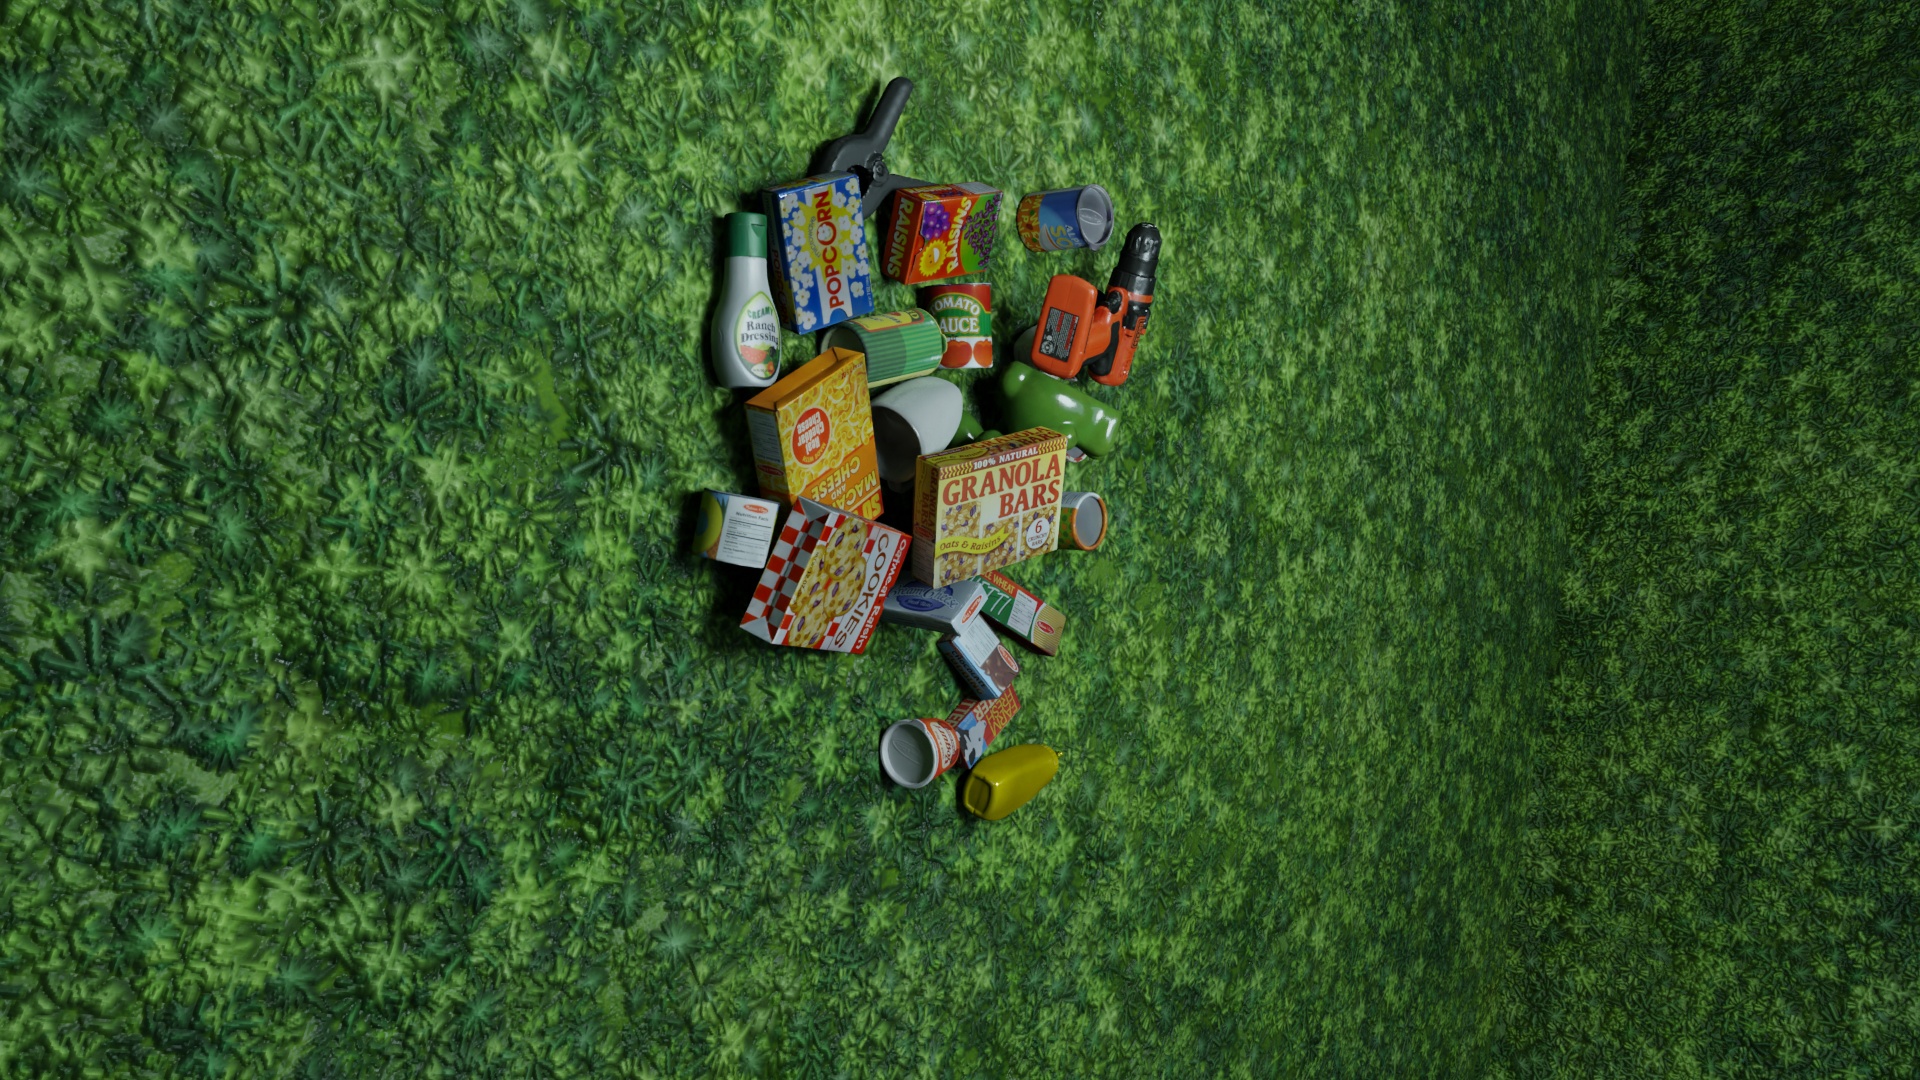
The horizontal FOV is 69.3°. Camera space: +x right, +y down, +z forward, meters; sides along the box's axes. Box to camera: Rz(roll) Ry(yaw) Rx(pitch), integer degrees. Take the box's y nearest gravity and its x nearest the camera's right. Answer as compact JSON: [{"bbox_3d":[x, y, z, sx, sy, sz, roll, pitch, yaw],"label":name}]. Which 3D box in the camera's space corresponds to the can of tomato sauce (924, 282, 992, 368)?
[{"bbox_3d":[-0.002,-0.213,1.386,0.071,0.071,0.083,-10,101,-49],"label":"can of tomato sauce"}]

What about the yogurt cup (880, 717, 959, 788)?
[{"bbox_3d":[-0.038,0.207,1.376,0.054,0.072,0.072,-6,97,-57],"label":"yogurt cup"}]

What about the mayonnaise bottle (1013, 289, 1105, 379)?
[{"bbox_3d":[0.115,-0.230,1.541,0.149,0.041,0.064,-47,133,-36],"label":"mayonnaise bottle"}]

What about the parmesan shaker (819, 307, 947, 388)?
[{"bbox_3d":[-0.072,-0.179,1.303,0.103,0.071,0.071,-21,108,-47],"label":"parmesan shaker"}]

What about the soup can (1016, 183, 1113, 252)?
[{"bbox_3d":[0.112,-0.344,1.499,0.071,0.083,0.071,-5,96,-49],"label":"soup can"}]

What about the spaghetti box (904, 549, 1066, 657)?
[{"bbox_3d":[0.030,0.057,1.471,0.249,0.028,0.050,34,67,-45],"label":"spaghetti box"}]

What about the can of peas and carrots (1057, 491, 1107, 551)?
[{"bbox_3d":[0.123,-0.020,1.552,0.071,0.058,0.071,-5,96,-49],"label":"can of peas and carrots"}]

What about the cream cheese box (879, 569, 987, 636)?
[{"bbox_3d":[-0.030,0.060,1.343,0.053,0.104,0.024,-53,134,-31],"label":"cream cheese box"}]

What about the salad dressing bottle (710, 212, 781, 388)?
[{"bbox_3d":[-0.184,-0.205,1.192,0.064,0.044,0.147,-5,96,-49],"label":"salad dressing bottle"}]

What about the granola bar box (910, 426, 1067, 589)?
[{"bbox_3d":[0.027,-0.034,1.339,0.166,0.039,0.123,-16,120,-39],"label":"granola bar box"}]

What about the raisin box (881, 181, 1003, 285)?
[{"bbox_3d":[-0.017,-0.302,1.363,0.124,0.040,0.085,-21,134,-47],"label":"raisin box"}]

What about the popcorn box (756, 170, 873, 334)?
[{"bbox_3d":[-0.127,-0.257,1.234,0.085,0.038,0.126,-25,121,-34],"label":"popcorn box"}]

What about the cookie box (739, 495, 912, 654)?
[{"bbox_3d":[-0.114,0.035,1.233,0.123,0.040,0.167,-66,156,2],"label":"cookie box"}]

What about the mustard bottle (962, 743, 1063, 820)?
[{"bbox_3d":[0.064,0.253,1.505,0.161,0.049,0.065,-13,124,-54],"label":"mustard bottle"}]

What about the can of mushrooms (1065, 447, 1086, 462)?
[{"bbox_3d":[0.119,-0.121,1.560,0.071,0.033,0.071,-3,94,-49],"label":"can of mushrooms"}]

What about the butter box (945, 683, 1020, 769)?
[{"bbox_3d":[0.021,0.188,1.472,0.104,0.024,0.053,-46,126,-37],"label":"butter box"}]

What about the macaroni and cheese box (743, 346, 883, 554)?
[{"bbox_3d":[-0.127,-0.072,1.240,0.124,0.040,0.165,-41,137,-43],"label":"macaroni and cheese box"}]

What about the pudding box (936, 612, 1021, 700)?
[{"bbox_3d":[0.020,0.121,1.444,0.083,0.030,0.050,52,52,-15],"label":"pudding box"}]

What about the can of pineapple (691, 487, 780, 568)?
[{"bbox_3d":[-0.191,-0.011,1.179,0.071,0.071,0.058,12,90,-49],"label":"can of pineapple"}]
